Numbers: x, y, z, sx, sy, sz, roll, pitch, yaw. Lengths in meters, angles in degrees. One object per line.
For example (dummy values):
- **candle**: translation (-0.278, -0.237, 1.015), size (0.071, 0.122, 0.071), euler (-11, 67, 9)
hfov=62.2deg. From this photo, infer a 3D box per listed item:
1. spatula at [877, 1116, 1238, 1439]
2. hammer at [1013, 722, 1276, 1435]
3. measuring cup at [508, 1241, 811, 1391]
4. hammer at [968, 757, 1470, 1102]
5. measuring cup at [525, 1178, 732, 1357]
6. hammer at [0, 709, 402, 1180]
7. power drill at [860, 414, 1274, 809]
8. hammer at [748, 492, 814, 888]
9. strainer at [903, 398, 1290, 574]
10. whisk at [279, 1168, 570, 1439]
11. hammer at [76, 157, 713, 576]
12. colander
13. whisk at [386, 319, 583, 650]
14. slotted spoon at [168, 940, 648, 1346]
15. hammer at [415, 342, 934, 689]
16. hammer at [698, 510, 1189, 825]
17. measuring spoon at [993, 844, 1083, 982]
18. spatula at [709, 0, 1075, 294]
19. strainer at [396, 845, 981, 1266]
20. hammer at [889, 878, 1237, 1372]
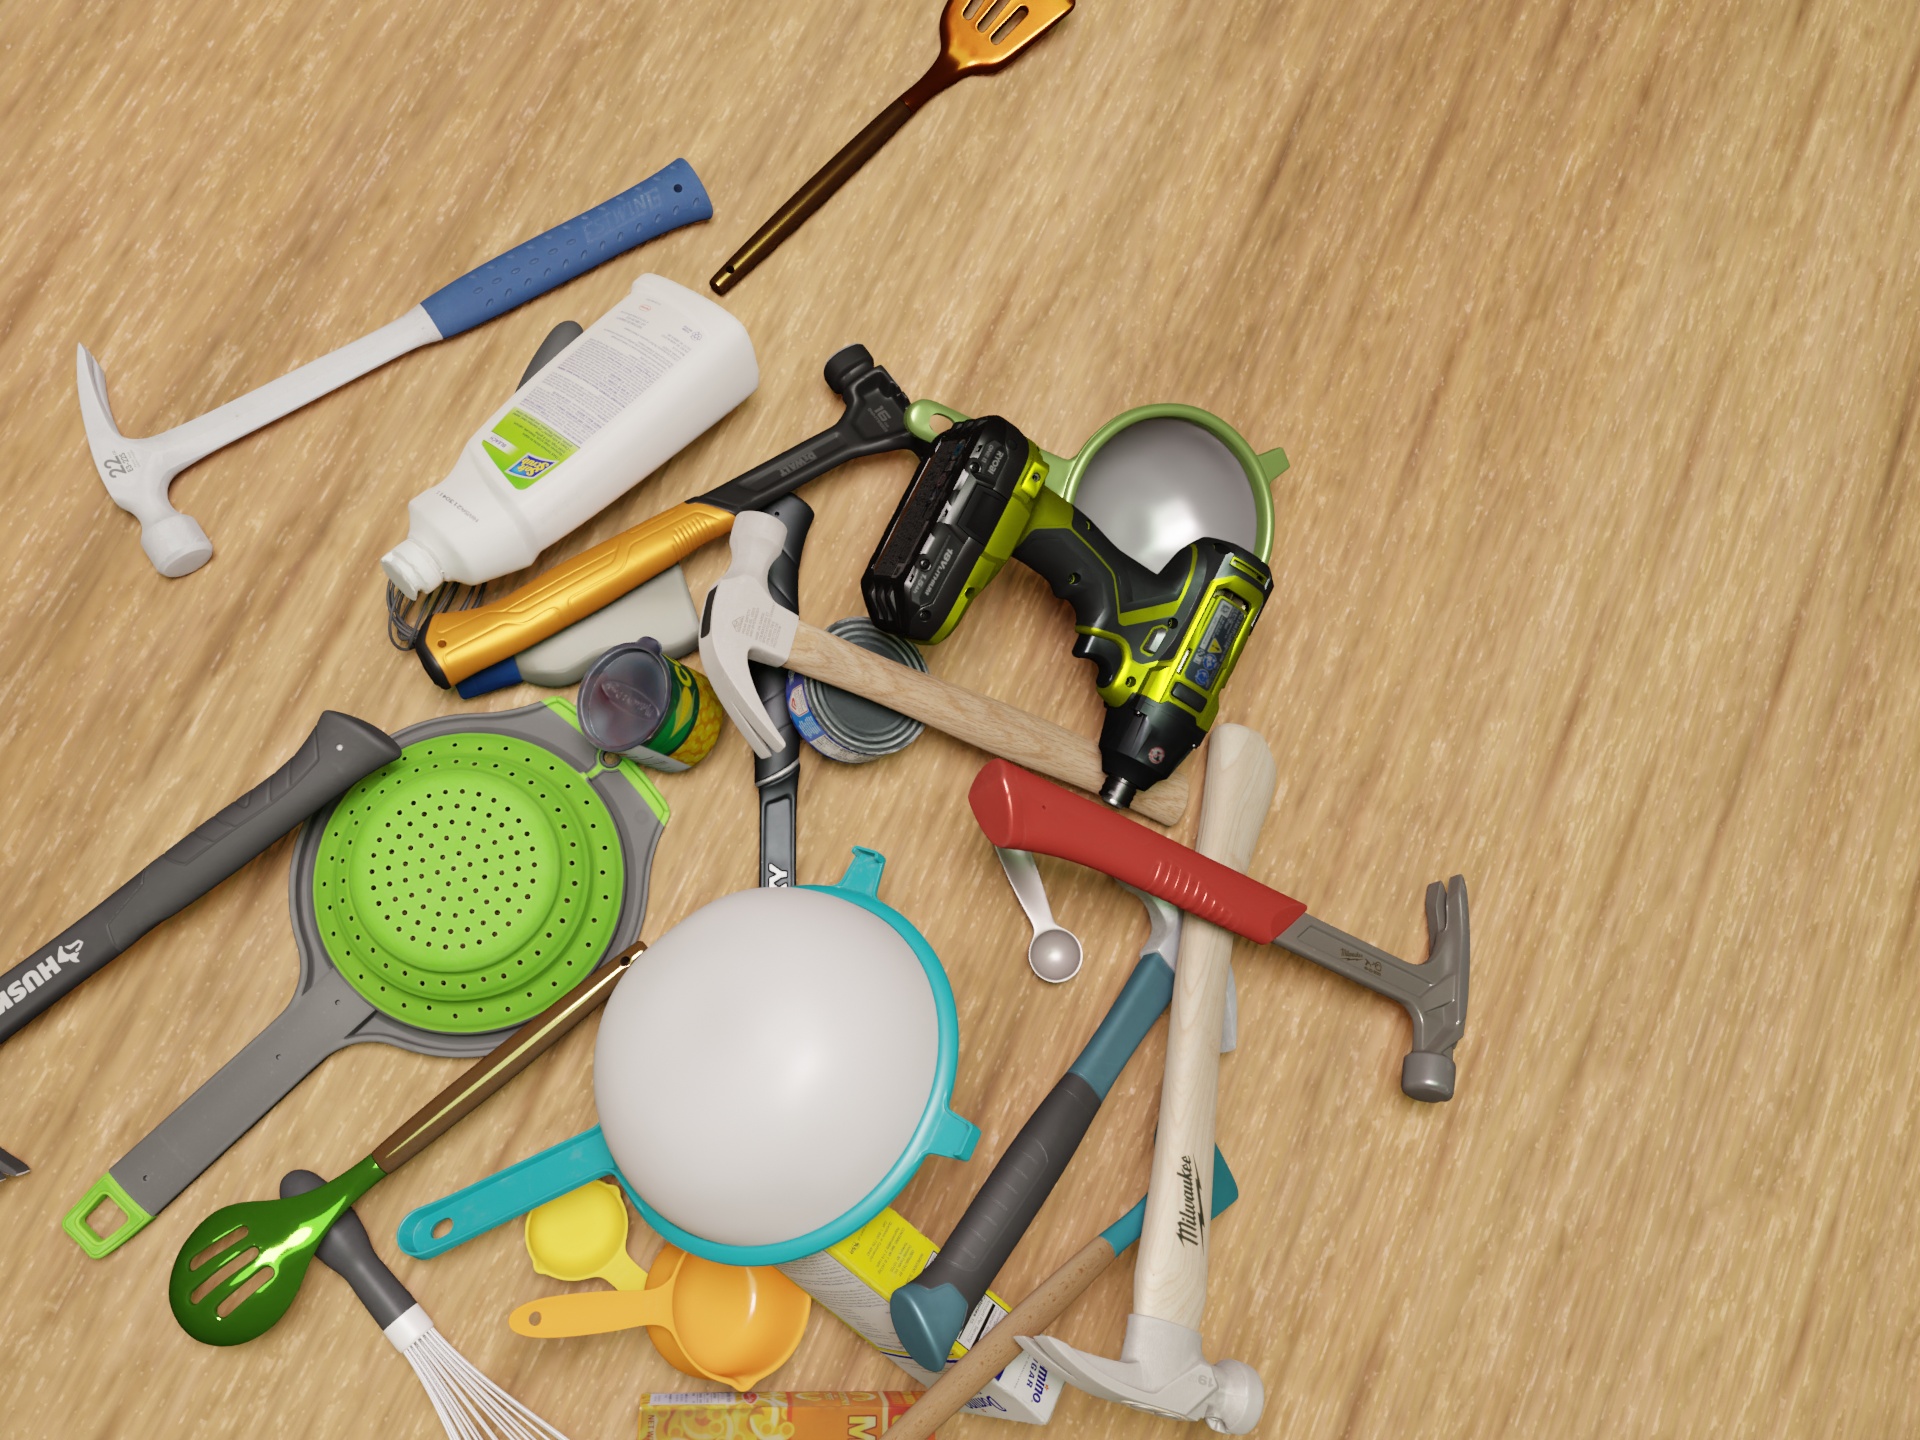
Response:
- **spatula**: translation (0.058, 0.309, 0.878), size (0.317, 0.044, 0.082), euler (-29, 88, -39)
- **hammer**: translation (0.130, 0.181, 0.925), size (0.146, 0.038, 0.411), euler (27, 58, -24)
- **measuring cup**: translation (-0.169, 0.321, 0.872), size (0.173, 0.052, 0.095), euler (7, 70, -32)
- **hammer**: translation (0.164, 0.099, 0.937), size (0.358, 0.036, 0.149), euler (26, 58, -22)
- **measuring cup**: translation (-0.187, 0.323, 0.916), size (0.062, 0.029, 0.156), euler (-45, 101, -16)
- **hammer**: translation (-0.448, 0.108, 0.867), size (0.335, 0.035, 0.146), euler (-37, 85, -1)
- **power drill**: translation (0.063, -0.062, 0.932), size (0.223, 0.080, 0.171), euler (29, 84, -23)
- **hammer**: translation (-0.117, 0.053, 0.971), size (0.149, 0.036, 0.409), euler (0, 79, -9)
- **strainer**: translation (0.074, -0.142, 1.006), size (0.256, 0.069, 0.151), euler (20, 88, -19)
- **whisk**: translation (-0.284, 0.360, 0.876), size (0.070, 0.070, 0.285), euler (-40, 83, -14)
- **hammer**: translation (-0.342, -0.248, 0.988), size (0.405, 0.035, 0.144), euler (-32, 86, -14)
- **colander**: translation (-0.338, 0.144, 0.883), size (0.204, 0.094, 0.397), euler (45, 75, 1)
- **whisk**: translation (-0.287, -0.148, 0.973), size (0.055, 0.055, 0.239), euler (23, 72, -5)
- **slotted spoon**: translation (-0.299, 0.224, 0.874), size (0.314, 0.031, 0.070), euler (-39, 76, -13)
- **hammer**: translation (-0.164, -0.107, 0.954), size (0.337, 0.034, 0.127), euler (-31, 72, -17)
- **hammer**: translation (-0.002, -0.003, 0.953), size (0.331, 0.031, 0.130), euler (22, 67, -23)
- **measuring spoon**: translation (0.042, 0.106, 1.000), size (0.034, 0.018, 0.124), euler (-19, 76, -12)
- **spatula**: translation (-0.054, -0.399, 1.064), size (0.081, 0.041, 0.322), euler (42, 77, -1)
- **strainer**: translation (-0.170, 0.196, 0.838), size (0.340, 0.095, 0.211), euler (-27, 53, 6)
- **hammer**: translation (0.062, 0.219, 0.904), size (0.128, 0.033, 0.331), euler (50, 51, -10)
